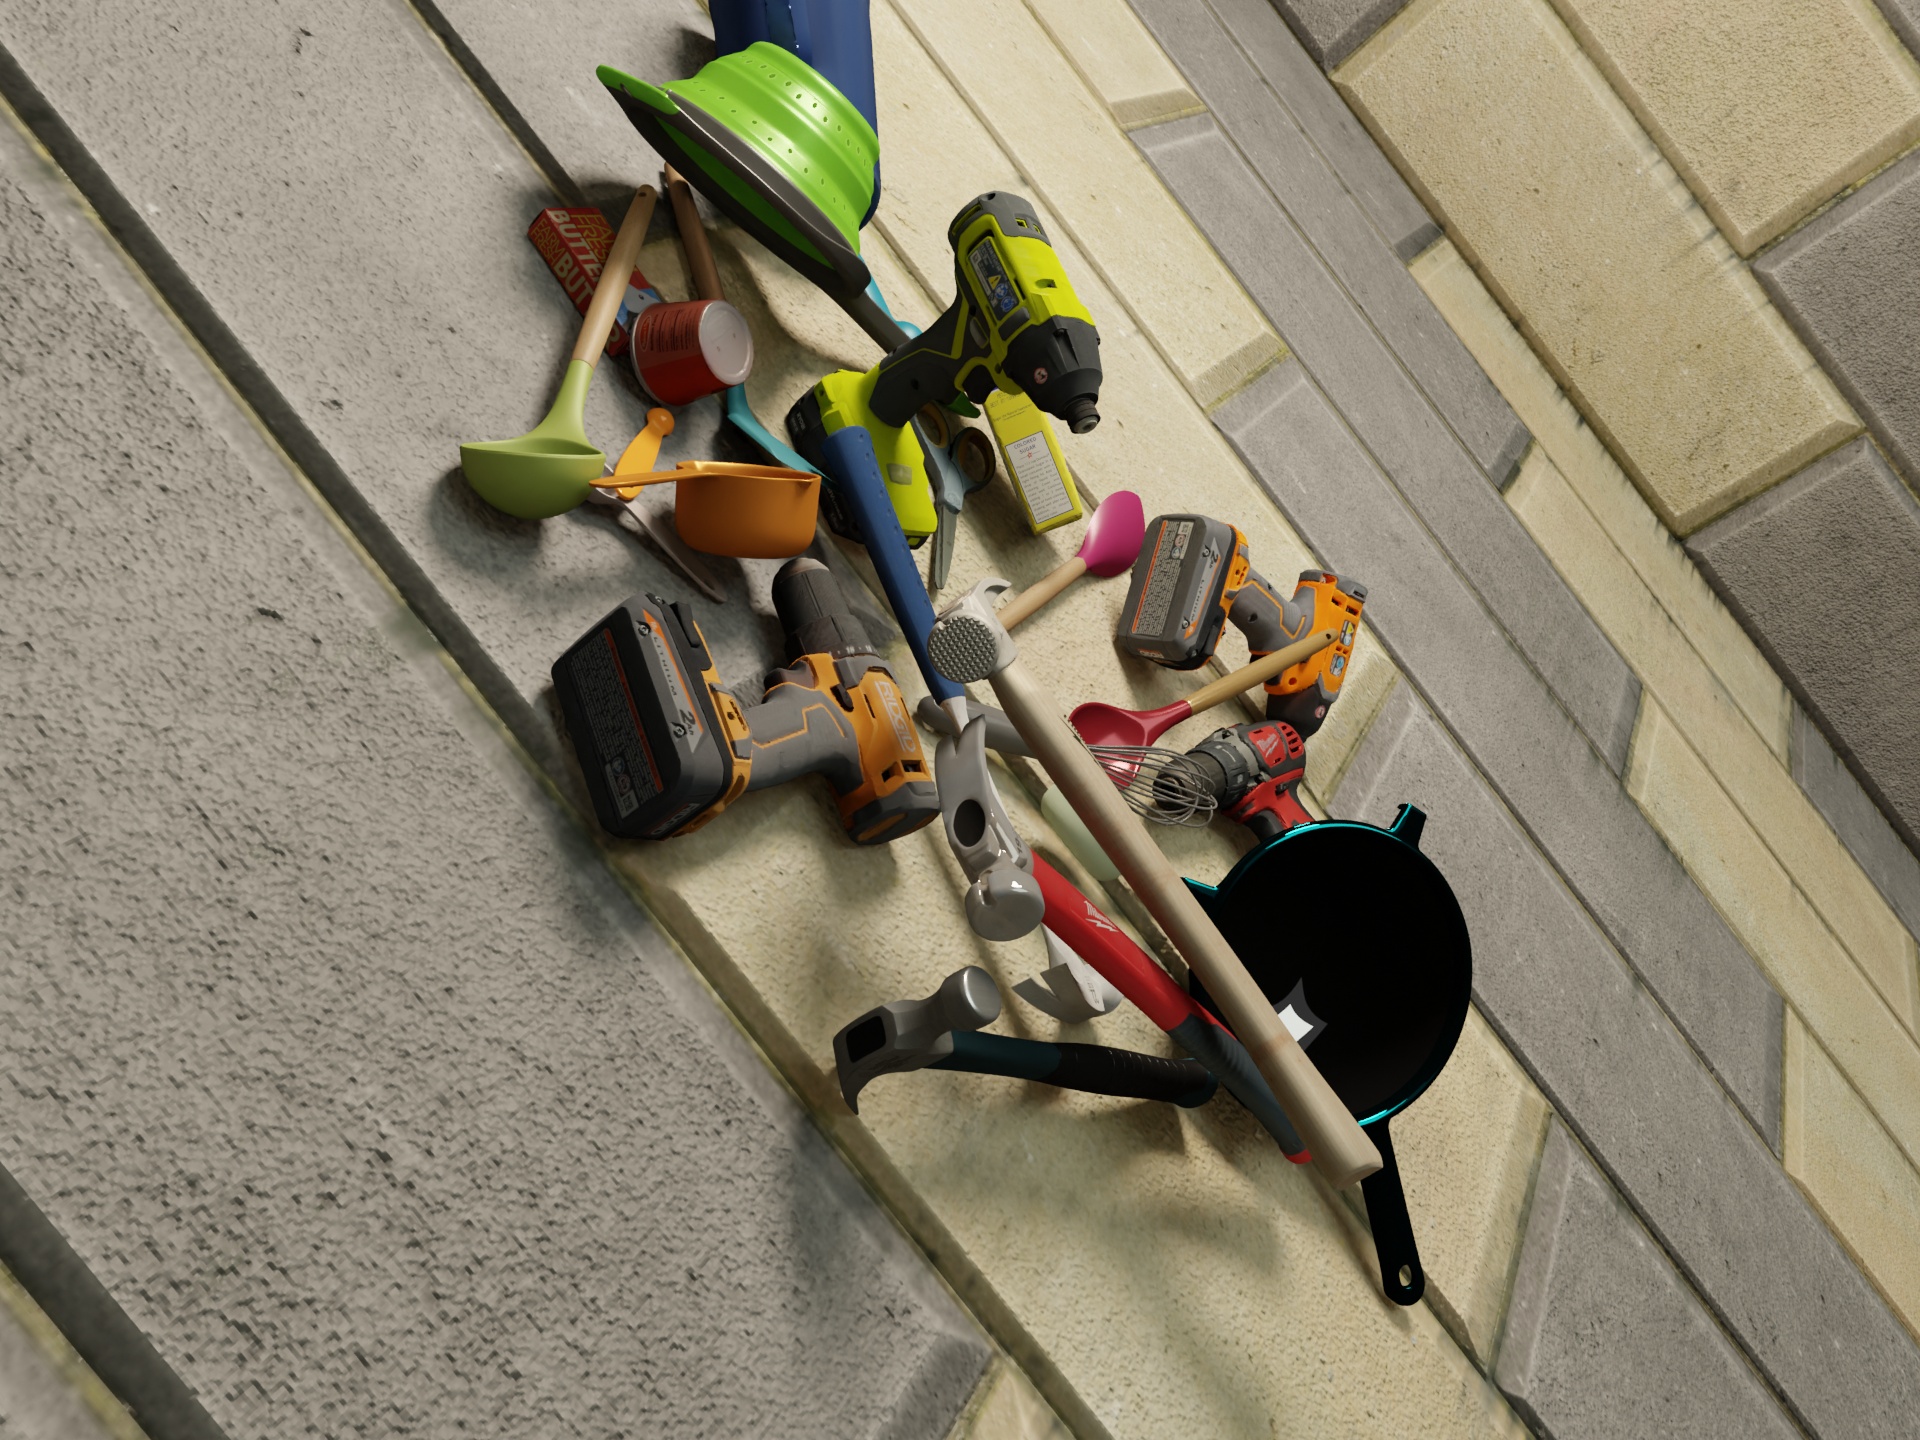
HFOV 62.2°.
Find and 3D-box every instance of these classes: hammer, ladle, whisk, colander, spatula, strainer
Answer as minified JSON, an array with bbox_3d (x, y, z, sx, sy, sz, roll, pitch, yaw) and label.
[{"bbox_3d":[0.112,0.149,0.928,0.385,0.038,0.143,44,20,-37],"label":"hammer"},{"bbox_3d":[0.190,-0.019,1.223,0.315,0.031,0.069,-24,87,-35],"label":"ladle"},{"bbox_3d":[0.117,0.096,0.915,0.410,0.038,0.146,54,14,-8],"label":"hammer"},{"bbox_3d":[0.077,0.026,1.095,0.238,0.055,0.055,18,47,-21],"label":"whisk"},{"bbox_3d":[-0.079,-0.355,1.140,0.205,0.094,0.396,39,2,42],"label":"colander"},{"bbox_3d":[0.054,0.195,0.906,0.330,0.128,0.033,22,46,-49],"label":"hammer"},{"bbox_3d":[-0.002,-0.003,0.995,0.406,0.035,0.144,67,12,13],"label":"hammer"},{"bbox_3d":[-0.224,-0.239,0.959,0.078,0.062,0.320,5,51,2],"label":"ladle"},{"bbox_3d":[-0.158,-0.280,1.107,0.082,0.044,0.318,21,44,-55],"label":"spatula"},{"bbox_3d":[0.254,0.233,1.104,0.211,0.095,0.340,-16,96,-17],"label":"strainer"}]

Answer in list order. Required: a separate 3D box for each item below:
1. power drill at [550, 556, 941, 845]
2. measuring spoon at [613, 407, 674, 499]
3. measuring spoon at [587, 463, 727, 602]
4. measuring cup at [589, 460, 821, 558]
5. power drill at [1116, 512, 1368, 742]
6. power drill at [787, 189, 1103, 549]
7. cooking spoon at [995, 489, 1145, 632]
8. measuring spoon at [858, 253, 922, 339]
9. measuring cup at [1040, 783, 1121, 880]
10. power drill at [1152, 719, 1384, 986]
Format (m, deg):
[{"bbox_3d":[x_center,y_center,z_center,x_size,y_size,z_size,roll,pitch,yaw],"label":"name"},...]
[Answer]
[{"bbox_3d":[-0.117,-0.019,0.906,0.226,0.084,0.185,3,59,-53],"label":"power drill"},{"bbox_3d":[-0.194,-0.167,0.982,0.021,0.011,0.117,42,27,-22],"label":"measuring spoon"},{"bbox_3d":[-0.189,-0.111,0.959,0.124,0.018,0.034,45,22,-23],"label":"measuring spoon"},{"bbox_3d":[-0.153,-0.121,0.934,0.173,0.095,0.052,-17,116,-55],"label":"measuring cup"},{"bbox_3d":[0.239,-0.067,1.319,0.226,0.084,0.164,19,86,-37],"label":"power drill"},{"bbox_3d":[-0.007,-0.218,1.069,0.080,0.223,0.171,-1,61,-49],"label":"power drill"},{"bbox_3d":[0.081,-0.113,1.245,0.319,0.017,0.068,-39,125,-51],"label":"cooking spoon"},{"bbox_3d":[-0.061,-0.344,1.286,0.042,0.021,0.129,-16,75,-53],"label":"measuring spoon"},{"bbox_3d":[0.103,0.094,1.082,0.083,0.038,0.167,53,1,41],"label":"measuring cup"},{"bbox_3d":[0.247,0.106,1.218,0.188,0.080,0.227,-13,69,-52],"label":"power drill"}]
